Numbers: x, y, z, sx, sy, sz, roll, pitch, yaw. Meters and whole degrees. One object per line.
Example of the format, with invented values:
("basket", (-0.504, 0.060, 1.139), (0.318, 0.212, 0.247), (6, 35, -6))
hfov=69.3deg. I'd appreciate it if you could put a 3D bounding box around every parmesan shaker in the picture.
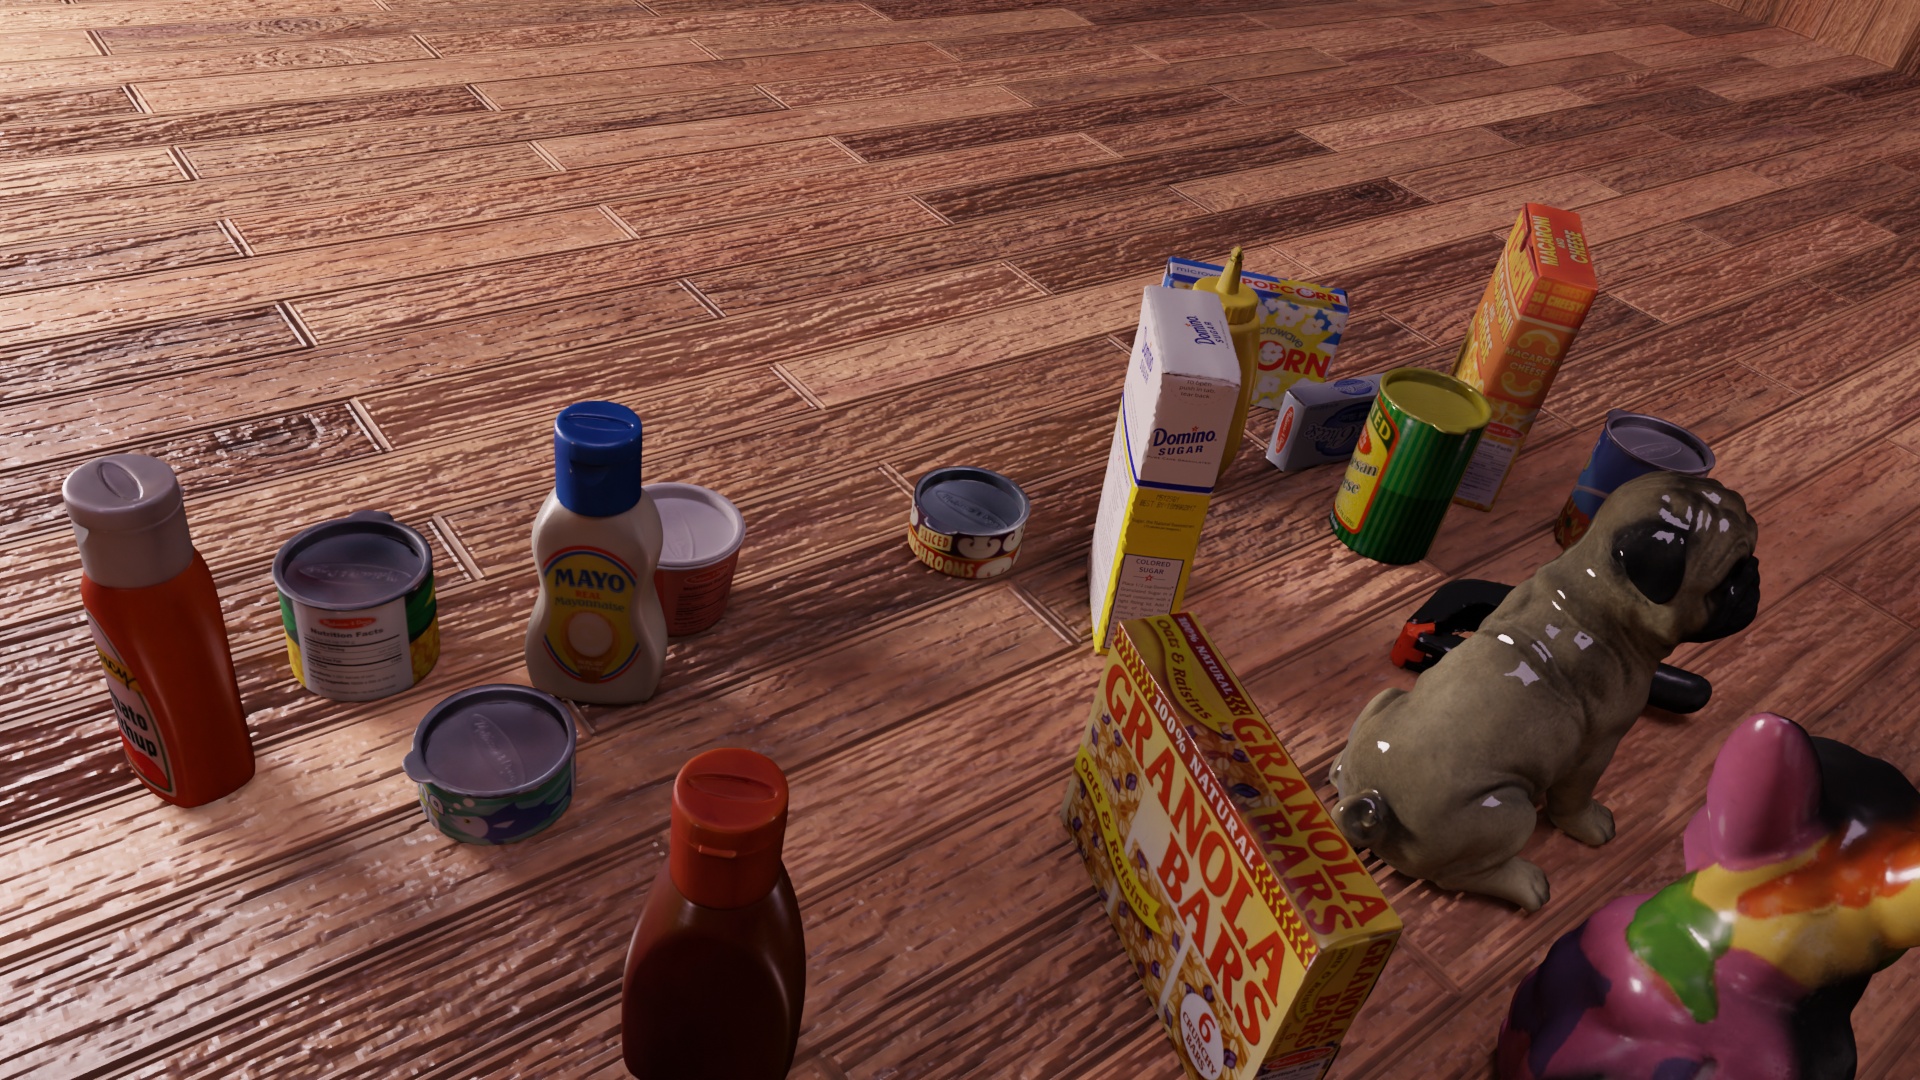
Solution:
("parmesan shaker", (0.270, -0.043, 0.840), (0.071, 0.102, 0.072), (7, 37, -5))

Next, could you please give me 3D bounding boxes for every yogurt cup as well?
("yogurt cup", (-0.145, 0.011, 0.703), (0.072, 0.053, 0.073), (7, 37, -5))

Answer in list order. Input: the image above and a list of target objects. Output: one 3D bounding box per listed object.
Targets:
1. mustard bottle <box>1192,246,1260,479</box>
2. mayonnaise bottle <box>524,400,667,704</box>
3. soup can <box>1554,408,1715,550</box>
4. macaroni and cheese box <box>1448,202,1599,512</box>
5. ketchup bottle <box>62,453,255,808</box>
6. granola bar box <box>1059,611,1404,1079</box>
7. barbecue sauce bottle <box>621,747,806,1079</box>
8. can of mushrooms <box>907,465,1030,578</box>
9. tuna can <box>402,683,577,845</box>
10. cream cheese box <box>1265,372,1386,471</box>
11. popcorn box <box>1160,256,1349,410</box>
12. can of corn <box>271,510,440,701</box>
("mustard bottle", (0.151, -0.109, 0.848), (0.065, 0.159, 0.049), (0, 38, -14))
("mayonnaise bottle", (-0.163, 0.008, 0.624), (0.065, 0.147, 0.041), (7, 37, -5))
("soup can", (0.422, -0.030, 0.878), (0.071, 0.083, 0.072), (7, 37, -5))
("macaroni and cheese box", (0.359, -0.121, 0.913), (0.040, 0.165, 0.124), (16, 37, 6))
("ketchup bottle", (-0.316, 0.035, 0.548), (0.065, 0.148, 0.044), (34, 42, 28))
("granola bar box", (0.099, 0.128, 0.554), (0.039, 0.123, 0.166), (-5, 40, -20))
("barbecue sauce bottle", (-0.083, 0.135, 0.478), (0.065, 0.147, 0.044), (10, 37, -1))
("can of mushrooms", (0.003, -0.010, 0.785), (0.071, 0.033, 0.071), (7, 37, -5))
("tuna can", (-0.201, 0.096, 0.594), (0.071, 0.032, 0.071), (7, 37, -5))
("cream cheese box", (0.254, -0.080, 0.925), (0.104, 0.053, 0.024), (-11, 42, -27))
("popcorn box", (0.195, -0.141, 0.964), (0.127, 0.084, 0.038), (11, 37, 0))
("can of corn", (-0.276, 0.030, 0.641), (0.071, 0.058, 0.071), (7, 37, -5))
